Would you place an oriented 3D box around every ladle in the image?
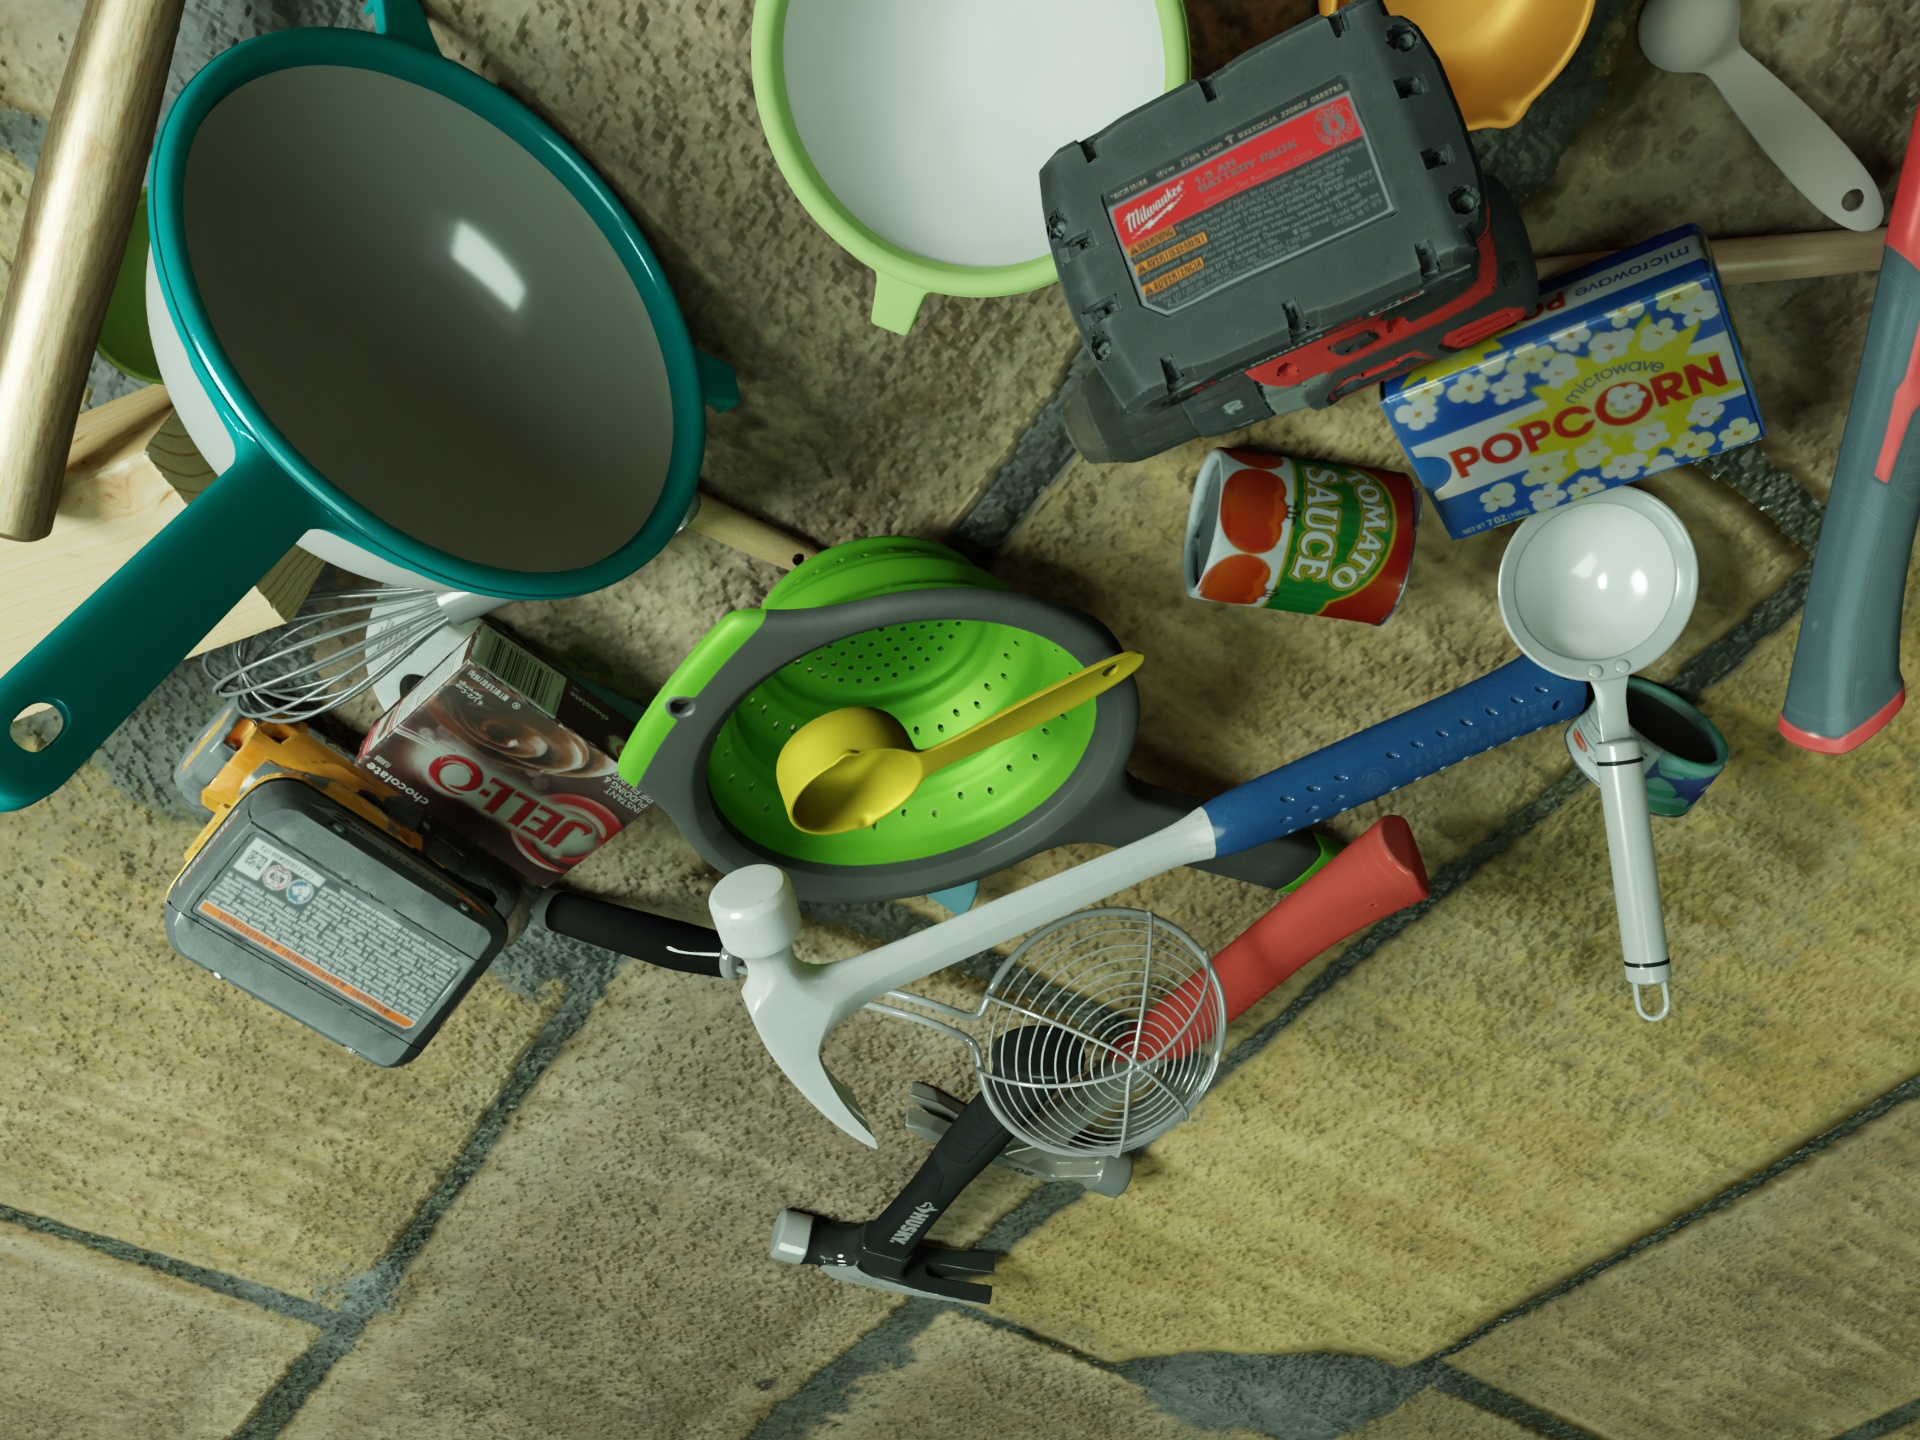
[{"bbox_3d":[-0.198,-0.124,0.661,0.320,0.062,0.078,23,105,-19],"label":"ladle"}]

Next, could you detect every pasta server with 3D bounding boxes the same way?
[{"bbox_3d":[0.355,-0.180,0.611,0.316,0.040,0.060,-3,116,6],"label":"pasta server"}]

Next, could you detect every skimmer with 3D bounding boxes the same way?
[{"bbox_3d":[-0.050,0.130,0.816,0.363,0.090,0.127,11,101,24],"label":"skimmer"}]

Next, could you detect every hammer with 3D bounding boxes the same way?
[{"bbox_3d":[0.099,0.058,0.703,0.405,0.035,0.144,-21,122,-13],"label":"hammer"},{"bbox_3d":[-0.002,0.267,0.936,0.146,0.035,0.334,18,138,-10],"label":"hammer"},{"bbox_3d":[0.114,0.159,0.862,0.149,0.037,0.359,24,133,-17],"label":"hammer"},{"bbox_3d":[0.339,-0.163,0.582,0.143,0.038,0.386,-1,118,2],"label":"hammer"},{"bbox_3d":[-0.130,0.017,0.784,0.330,0.033,0.128,26,124,-18],"label":"hammer"},{"bbox_3d":[-0.296,-0.215,0.548,0.130,0.031,0.331,23,108,-12],"label":"hammer"}]

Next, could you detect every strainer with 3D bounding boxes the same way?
[{"bbox_3d":[-0.018,-0.273,0.538,0.151,0.069,0.256,-22,112,26],"label":"strainer"},{"bbox_3d":[-0.219,-0.086,0.528,0.095,0.341,0.210,-22,121,37],"label":"strainer"},{"bbox_3d":[0.287,0.006,0.702,0.087,0.050,0.258,-8,92,3],"label":"strainer"}]

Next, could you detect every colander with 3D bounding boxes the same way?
[{"bbox_3d":[0.034,0.006,0.748,0.396,0.095,0.204,17,131,-34],"label":"colander"}]

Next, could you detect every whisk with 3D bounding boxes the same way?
[{"bbox_3d":[-0.220,-0.054,0.683,0.239,0.055,0.055,-21,125,11],"label":"whisk"}]

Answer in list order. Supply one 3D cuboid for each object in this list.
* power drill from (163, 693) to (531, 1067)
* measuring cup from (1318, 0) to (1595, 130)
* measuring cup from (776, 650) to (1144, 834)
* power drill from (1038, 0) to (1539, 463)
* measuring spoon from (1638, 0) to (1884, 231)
[{"bbox_3d":[-0.267,0.075,0.728,0.185,0.226,0.084,40,85,-26],"label":"power drill"},{"bbox_3d":[0.132,-0.238,0.563,0.173,0.052,0.095,-25,124,22],"label":"measuring cup"},{"bbox_3d":[-0.001,-0.002,0.637,0.156,0.029,0.062,-25,151,-8],"label":"measuring cup"},{"bbox_3d":[0.099,-0.143,0.549,0.188,0.226,0.080,-21,87,21],"label":"power drill"},{"bbox_3d":[0.296,-0.221,0.577,0.124,0.018,0.034,40,117,-12],"label":"measuring spoon"}]
